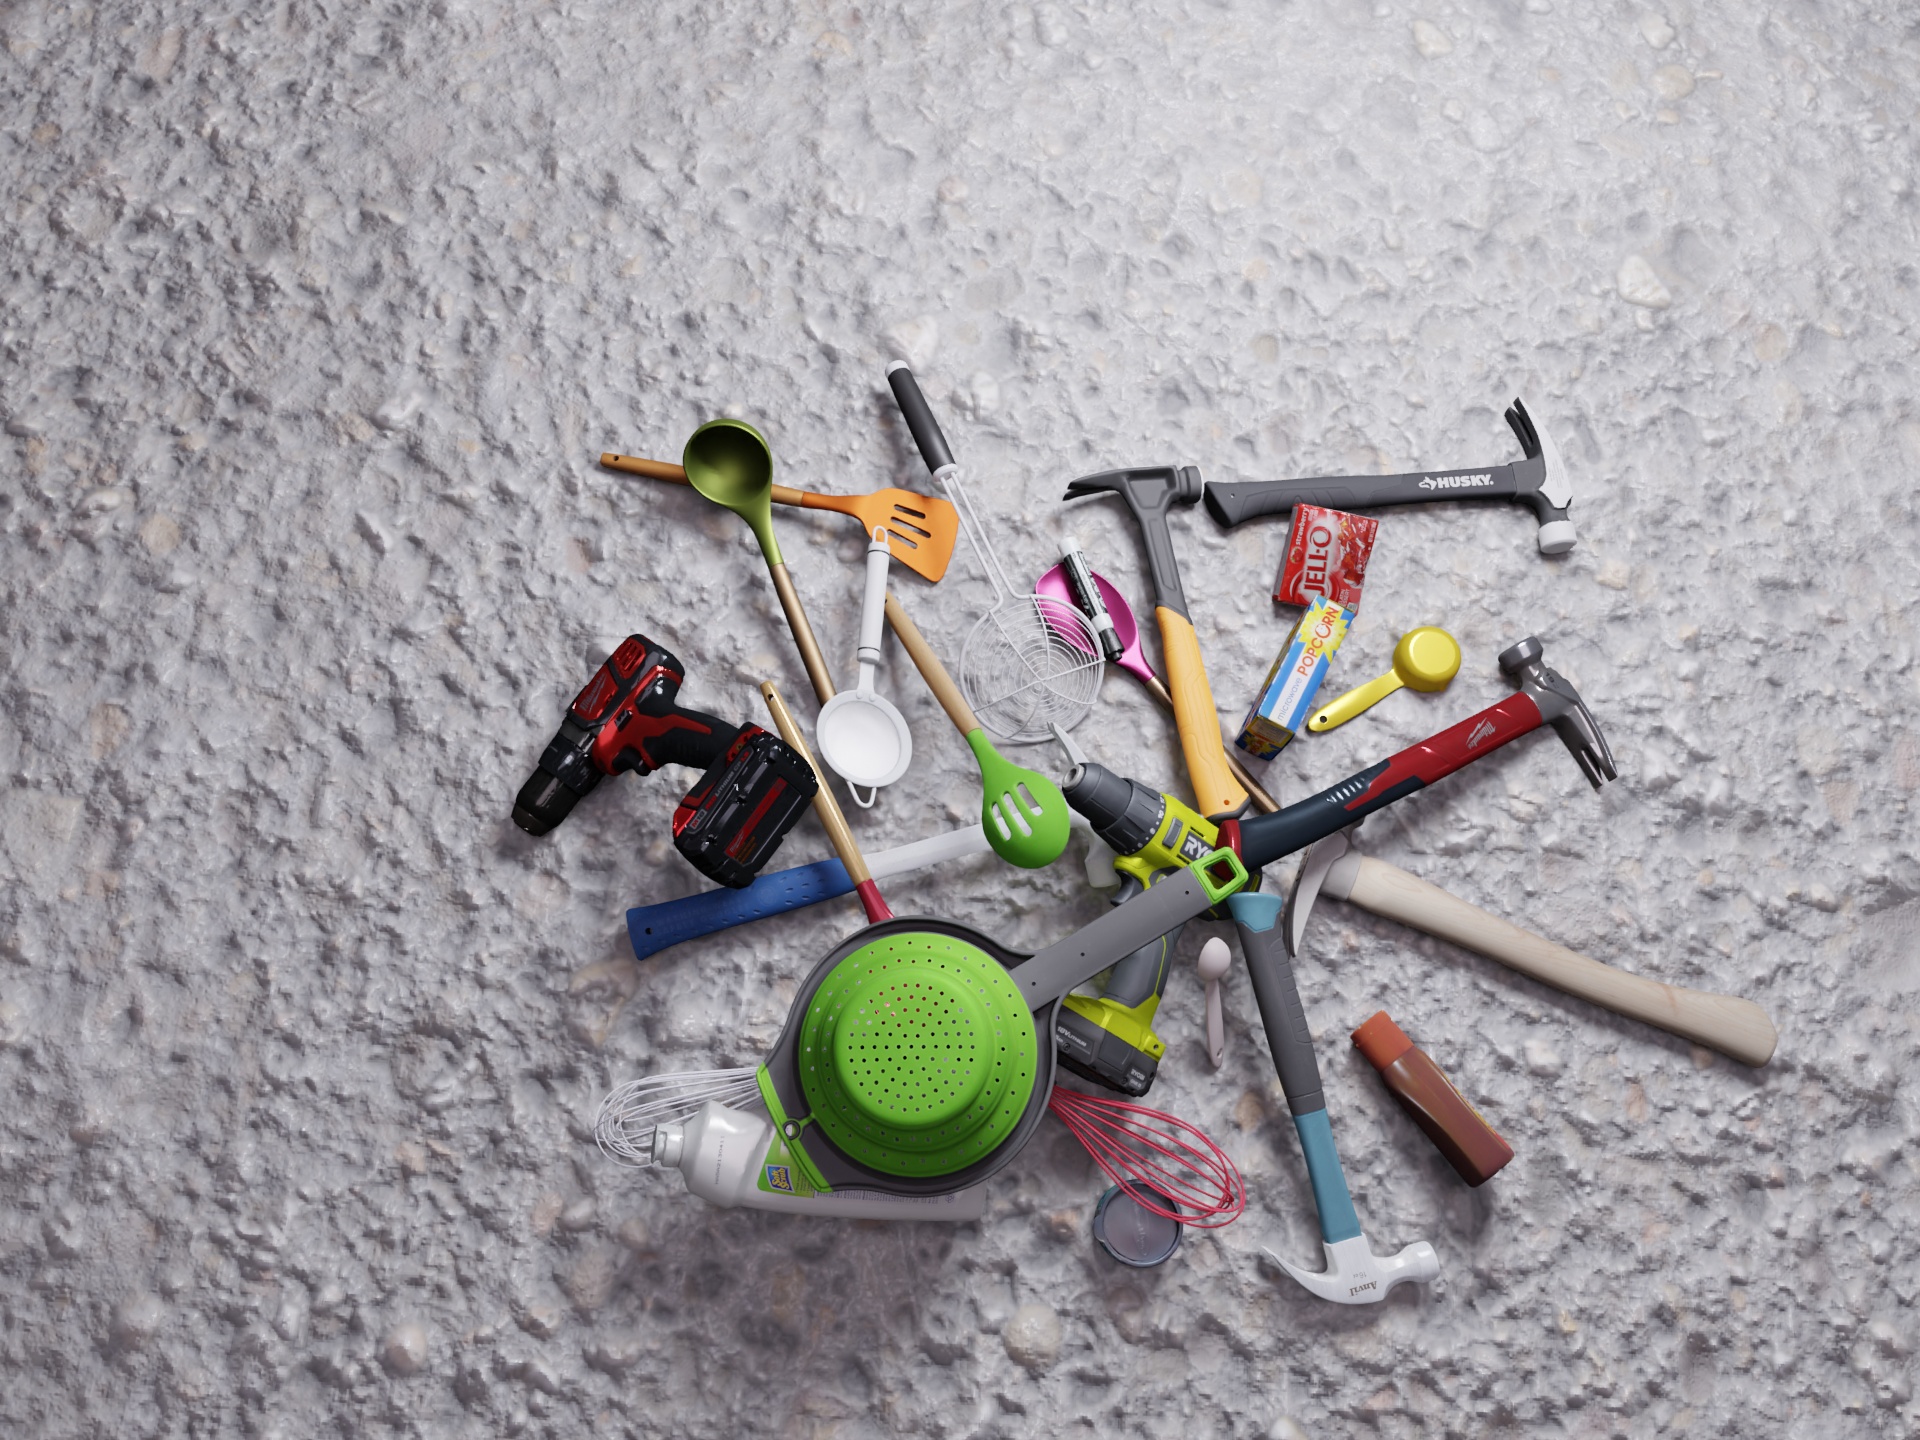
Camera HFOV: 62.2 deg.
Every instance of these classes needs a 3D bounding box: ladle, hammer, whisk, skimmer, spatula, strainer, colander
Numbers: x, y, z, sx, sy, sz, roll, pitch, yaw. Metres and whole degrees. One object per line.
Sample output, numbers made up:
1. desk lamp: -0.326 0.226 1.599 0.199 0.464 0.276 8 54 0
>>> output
1. ladle: -0.153 -0.107 1.354 0.078 0.062 0.320 -24 84 19
2. hammer: -0.072 0.114 1.303 0.405 0.035 0.144 -15 91 -6
3. hammer: 0.376 0.058 1.320 0.386 0.038 0.143 -23 76 -23
4. whisk: -0.148 0.284 1.250 0.284 0.070 0.070 -14 74 -14
5. ladle: -0.090 0.107 1.266 0.069 0.031 0.315 -28 78 3
6. hammer: 0.182 -0.068 1.373 0.127 0.034 0.337 -6 69 -13
7. skimmer: 0.011 -0.154 1.399 0.127 0.090 0.364 -22 68 -5
8. hammer: 0.387 -0.215 1.449 0.334 0.035 0.146 -4 74 -5
9. spatula: -0.163 -0.196 1.415 0.322 0.041 0.081 12 69 5
10. hammer: 0.272 0.293 1.251 0.128 0.033 0.331 -14 86 -8
11. hammer: 0.473 0.204 1.322 0.410 0.038 0.146 22 74 3
12. strainer: -0.078 -0.046 1.339 0.086 0.050 0.259 14 69 -25
13. whisk: 0.085 0.298 1.227 0.296 0.073 0.073 29 73 14
14. colander: 0.038 0.196 1.147 0.397 0.094 0.205 -30 76 -6

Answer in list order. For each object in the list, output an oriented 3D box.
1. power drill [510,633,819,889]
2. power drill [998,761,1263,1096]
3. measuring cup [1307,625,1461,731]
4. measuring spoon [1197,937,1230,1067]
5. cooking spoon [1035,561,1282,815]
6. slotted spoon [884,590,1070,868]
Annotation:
1. power drill: -0.246 0.048 1.273 0.227 0.080 0.188 30 79 33
2. power drill: 0.124 0.162 1.262 0.190 0.080 0.228 34 73 -23
3. measuring cup: 0.371 -0.033 1.392 0.156 0.029 0.062 -29 76 -13
4. measuring spoon: 0.207 0.228 1.266 0.018 0.124 0.034 15 35 38
5. cooking spoon: 0.182 -0.016 1.381 0.069 0.017 0.319 -39 78 -15
6. slotted spoon: -0.002 -0.004 1.304 0.070 0.031 0.314 -40 52 11
